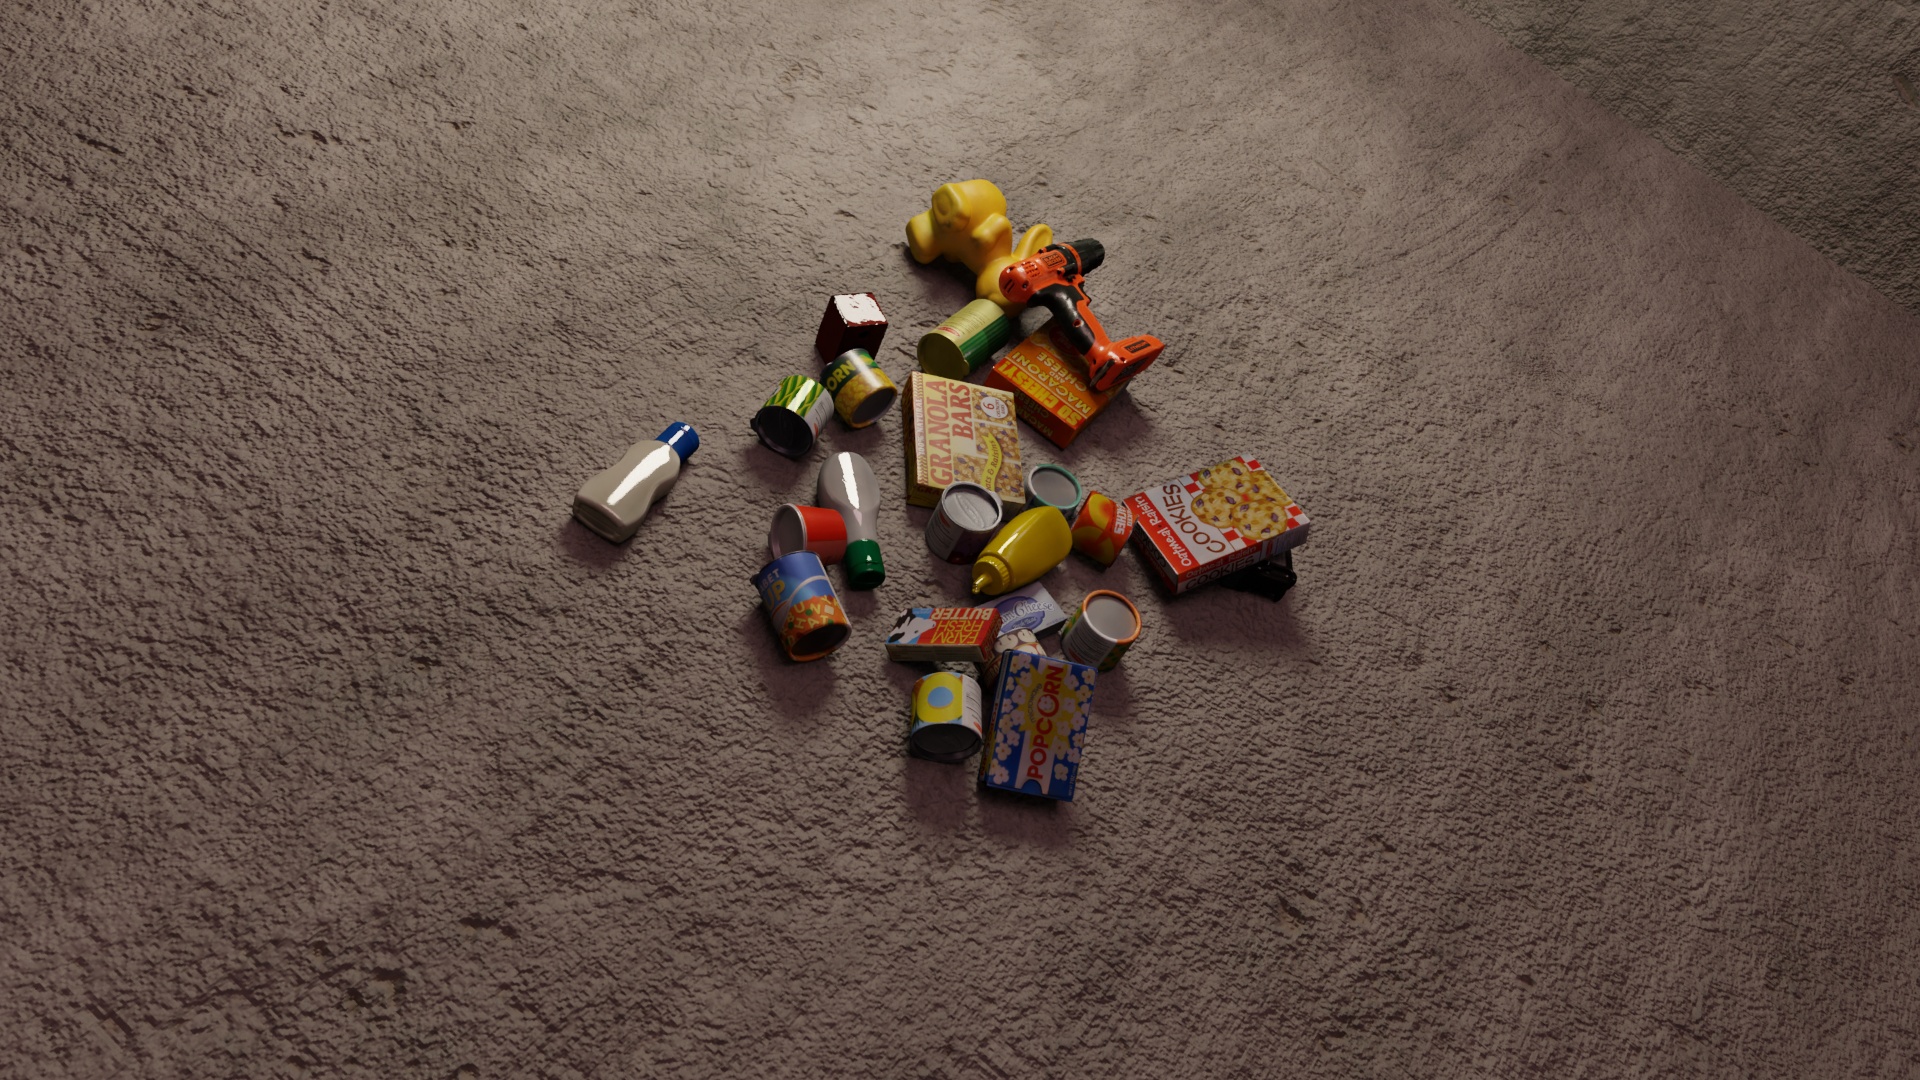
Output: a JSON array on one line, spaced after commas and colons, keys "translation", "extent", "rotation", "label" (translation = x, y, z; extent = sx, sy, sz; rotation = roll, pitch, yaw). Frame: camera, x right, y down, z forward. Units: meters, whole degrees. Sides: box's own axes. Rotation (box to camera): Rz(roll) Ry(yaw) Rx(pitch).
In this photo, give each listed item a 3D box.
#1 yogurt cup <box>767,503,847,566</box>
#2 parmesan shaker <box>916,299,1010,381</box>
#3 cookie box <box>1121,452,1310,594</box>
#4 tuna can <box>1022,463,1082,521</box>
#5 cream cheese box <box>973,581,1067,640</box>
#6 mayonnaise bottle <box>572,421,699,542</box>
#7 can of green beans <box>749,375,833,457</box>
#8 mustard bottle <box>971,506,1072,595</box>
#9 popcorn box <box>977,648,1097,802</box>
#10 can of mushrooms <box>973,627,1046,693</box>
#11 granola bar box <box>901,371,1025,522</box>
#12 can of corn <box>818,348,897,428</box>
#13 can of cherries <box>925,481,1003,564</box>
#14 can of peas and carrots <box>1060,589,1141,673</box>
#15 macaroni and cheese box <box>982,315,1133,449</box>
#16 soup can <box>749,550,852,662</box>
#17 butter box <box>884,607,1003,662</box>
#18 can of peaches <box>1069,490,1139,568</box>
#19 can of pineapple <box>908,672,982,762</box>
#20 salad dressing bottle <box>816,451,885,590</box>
[{"translation": [-0.147, -0.003, 1.354], "extent": [0.054, 0.072, 0.072], "rotation": [-2, 53, -36], "label": "yogurt cup"}, {"translation": [0.007, -0.229, 1.612], "extent": [0.071, 0.071, 0.103], "rotation": [39, 46, 10], "label": "parmesan shaker"}, {"translation": [0.278, -0.020, 1.532], "extent": [0.168, 0.040, 0.123], "rotation": [-20, 50, -14], "label": "cookie box"}, {"translation": [0.101, -0.049, 1.526], "extent": [0.071, 0.032, 0.071], "rotation": [12, 48, -14], "label": "tuna can"}, {"translation": [0.053, 0.081, 1.400], "extent": [0.104, 0.024, 0.053], "rotation": [-21, 62, -36], "label": "cream cheese box"}, {"translation": [-0.308, -0.062, 1.346], "extent": [0.065, 0.041, 0.149], "rotation": [33, 45, 3], "label": "mayonnaise bottle"}, {"translation": [-0.173, -0.130, 1.447], "extent": [0.071, 0.071, 0.058], "rotation": [28, 46, -1], "label": "can of green beans"}, {"translation": [0.054, 0.017, 1.421], "extent": [0.161, 0.048, 0.065], "rotation": [-34, 103, -46], "label": "mustard bottle"}, {"translation": [0.071, 0.170, 1.283], "extent": [0.085, 0.038, 0.127], "rotation": [14, 81, -14], "label": "popcorn box"}, {"translation": [0.047, 0.116, 1.338], "extent": [0.071, 0.070, 0.033], "rotation": [-14, 61, -33], "label": "can of mushrooms"}, {"translation": [0.001, -0.103, 1.521], "extent": [0.124, 0.038, 0.166], "rotation": [10, 49, -17], "label": "granola bar box"}, {"translation": [-0.112, -0.164, 1.501], "extent": [0.071, 0.070, 0.058], "rotation": [-24, 65, -37], "label": "can of corn"}, {"translation": [0.005, -0.018, 1.439], "extent": [0.071, 0.058, 0.072], "rotation": [13, 47, -14], "label": "can of cherries"}, {"translation": [0.144, 0.091, 1.410], "extent": [0.071, 0.058, 0.071], "rotation": [13, 49, -15], "label": "can of peas and carrots"}, {"translation": [0.120, -0.192, 1.651], "extent": [0.124, 0.040, 0.167], "rotation": [38, 46, 8], "label": "macaroni and cheese box"}, {"translation": [-0.149, 0.062, 1.296], "extent": [0.071, 0.071, 0.084], "rotation": [-10, 58, -31], "label": "soup can"}, {"translation": [-0.015, 0.090, 1.323], "extent": [0.103, 0.024, 0.053], "rotation": [-2, 39, 27], "label": "butter box"}, {"translation": [0.152, -0.014, 1.494], "extent": [0.058, 0.071, 0.071], "rotation": [29, 46, 2], "label": "can of peaches"}, {"translation": [-0.015, 0.162, 1.274], "extent": [0.071, 0.070, 0.058], "rotation": [13, 48, -15], "label": "can of pineapple"}, {"translation": [-0.107, -0.020, 1.401], "extent": [0.064, 0.043, 0.148], "rotation": [3, 52, -25], "label": "salad dressing bottle"}]
